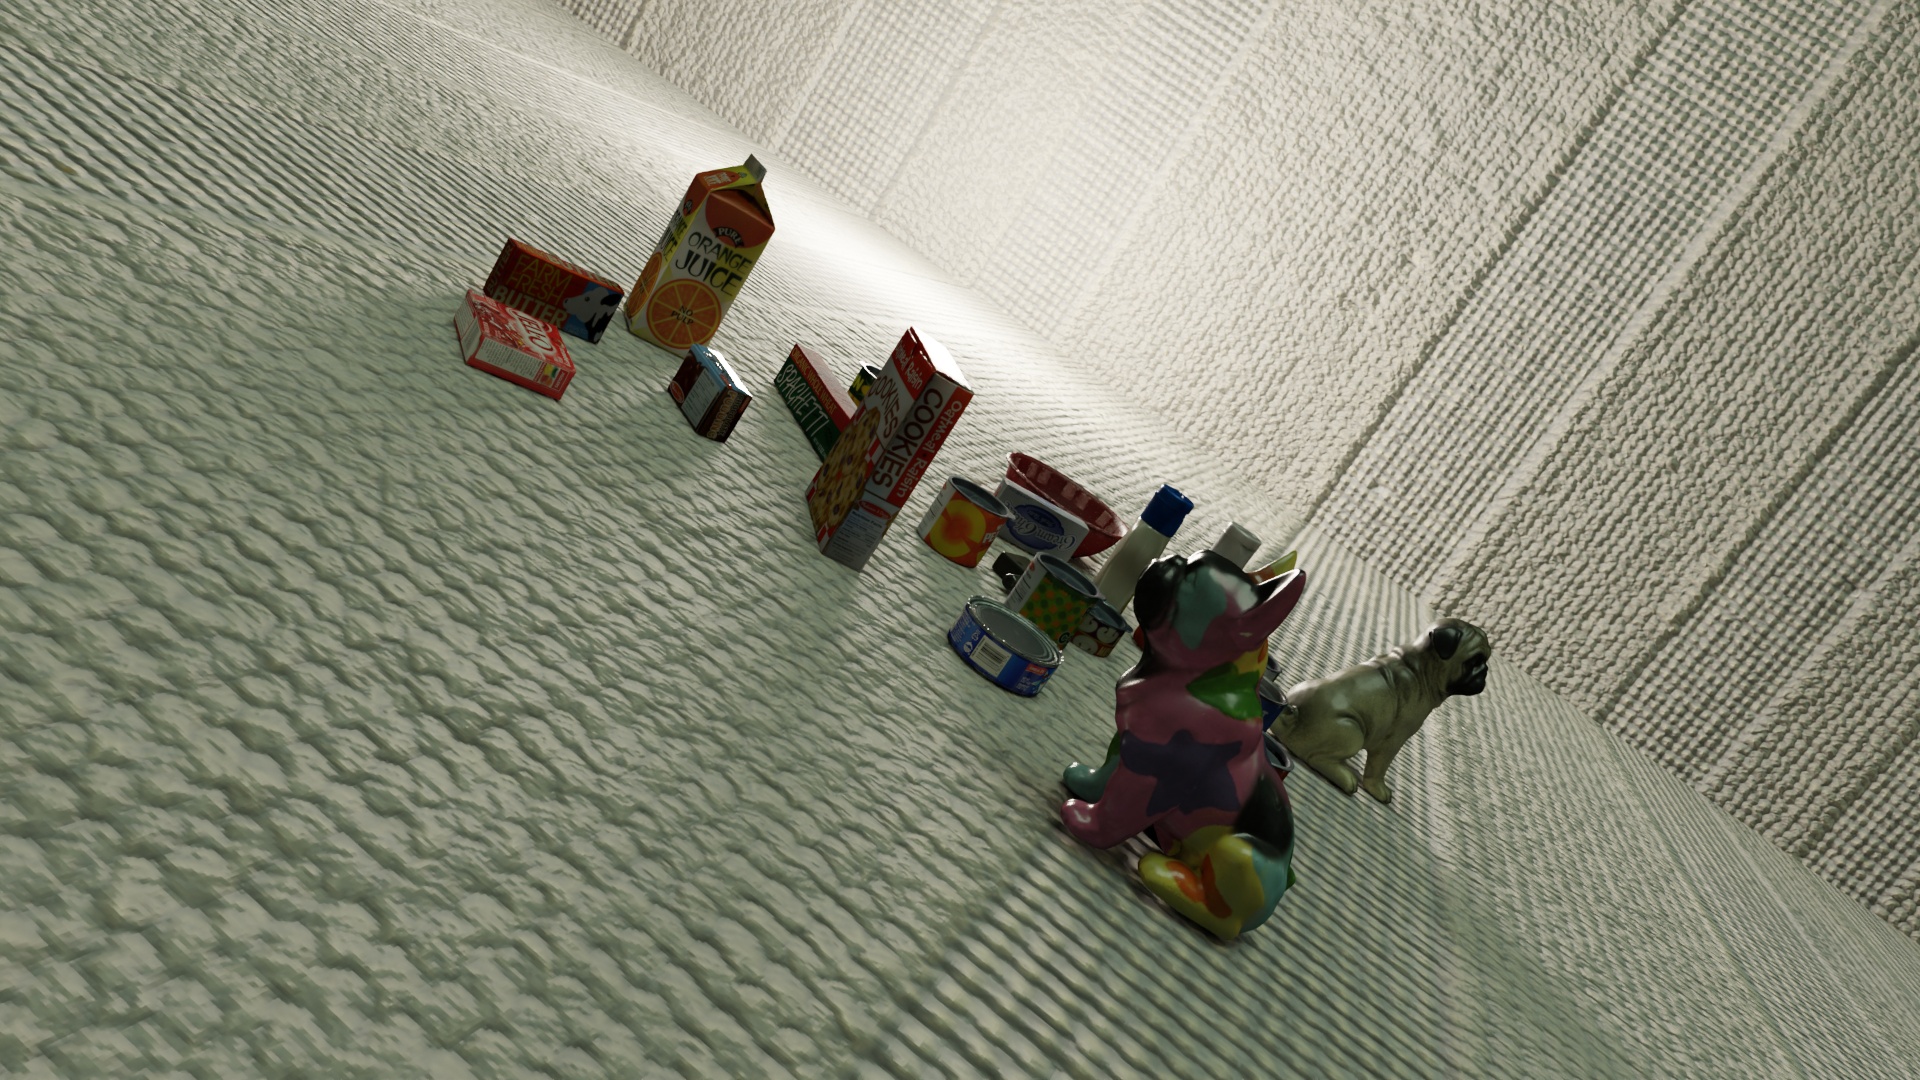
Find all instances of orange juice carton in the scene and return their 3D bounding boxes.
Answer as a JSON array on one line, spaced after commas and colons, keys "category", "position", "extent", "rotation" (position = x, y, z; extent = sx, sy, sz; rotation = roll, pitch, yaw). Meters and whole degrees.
[{"category": "orange juice carton", "position": [-0.235, -0.270, 1.295], "extent": [0.073, 0.192, 0.072], "rotation": [25, 16, -30]}]

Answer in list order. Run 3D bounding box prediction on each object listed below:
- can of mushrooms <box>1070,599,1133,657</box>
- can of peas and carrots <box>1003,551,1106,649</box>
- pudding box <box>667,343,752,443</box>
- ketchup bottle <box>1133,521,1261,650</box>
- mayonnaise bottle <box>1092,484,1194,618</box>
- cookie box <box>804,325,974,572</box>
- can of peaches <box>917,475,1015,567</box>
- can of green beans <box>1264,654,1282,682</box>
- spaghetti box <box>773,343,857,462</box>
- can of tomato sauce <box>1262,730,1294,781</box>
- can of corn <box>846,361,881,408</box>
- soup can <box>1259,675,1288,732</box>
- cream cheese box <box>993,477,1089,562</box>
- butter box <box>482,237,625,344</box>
[{"category": "can of mushrooms", "position": [0.117, 0.074, 1.249], "extent": [0.071, 0.033, 0.071], "rotation": [31, 15, -9]}, {"category": "can of peas and carrots", "position": [0.079, 0.053, 1.187], "extent": [0.071, 0.058, 0.071], "rotation": [31, 15, -9]}, {"category": "pudding box", "position": [-0.211, -0.124, 1.162], "extent": [0.030, 0.049, 0.084], "rotation": [21, 19, -41]}, {"category": "ketchup bottle", "position": [0.231, 0.051, 1.335], "extent": [0.064, 0.148, 0.044], "rotation": [26, 16, -27]}, {"category": "mayonnaise bottle", "position": [0.163, 0.017, 1.300], "extent": [0.041, 0.147, 0.065], "rotation": [34, 14, 3]}, {"category": "cookie box", "position": [-0.060, -0.075, 1.091], "extent": [0.040, 0.167, 0.123], "rotation": [28, 15, -22]}, {"category": "can of peaches", "position": [0.004, -0.016, 1.251], "extent": [0.071, 0.058, 0.071], "rotation": [31, 15, -9]}, {"category": "can of green beans", "position": [0.266, 0.129, 1.338], "extent": [0.071, 0.057, 0.071], "rotation": [31, 15, -9]}, {"category": "spaghetti box", "position": [-0.126, -0.118, 1.320], "extent": [0.028, 0.050, 0.251], "rotation": [24, 17, -33]}, {"category": "can of tomato sauce", "position": [0.182, 0.171, 0.981], "extent": [0.071, 0.083, 0.071], "rotation": [31, 15, -9]}, {"category": "can of corn", "position": [-0.091, -0.146, 1.464], "extent": [0.071, 0.058, 0.071], "rotation": [31, 15, -9]}, {"category": "soup can", "position": [0.214, 0.145, 1.128], "extent": [0.071, 0.083, 0.071], "rotation": [31, 15, -9]}, {"category": "cream cheese box", "position": [0.073, -0.016, 1.406], "extent": [0.104, 0.053, 0.024], "rotation": [28, 15, -19]}, {"category": "butter box", "position": [-0.337, -0.206, 1.153], "extent": [0.103, 0.053, 0.024], "rotation": [21, 19, -40]}]
